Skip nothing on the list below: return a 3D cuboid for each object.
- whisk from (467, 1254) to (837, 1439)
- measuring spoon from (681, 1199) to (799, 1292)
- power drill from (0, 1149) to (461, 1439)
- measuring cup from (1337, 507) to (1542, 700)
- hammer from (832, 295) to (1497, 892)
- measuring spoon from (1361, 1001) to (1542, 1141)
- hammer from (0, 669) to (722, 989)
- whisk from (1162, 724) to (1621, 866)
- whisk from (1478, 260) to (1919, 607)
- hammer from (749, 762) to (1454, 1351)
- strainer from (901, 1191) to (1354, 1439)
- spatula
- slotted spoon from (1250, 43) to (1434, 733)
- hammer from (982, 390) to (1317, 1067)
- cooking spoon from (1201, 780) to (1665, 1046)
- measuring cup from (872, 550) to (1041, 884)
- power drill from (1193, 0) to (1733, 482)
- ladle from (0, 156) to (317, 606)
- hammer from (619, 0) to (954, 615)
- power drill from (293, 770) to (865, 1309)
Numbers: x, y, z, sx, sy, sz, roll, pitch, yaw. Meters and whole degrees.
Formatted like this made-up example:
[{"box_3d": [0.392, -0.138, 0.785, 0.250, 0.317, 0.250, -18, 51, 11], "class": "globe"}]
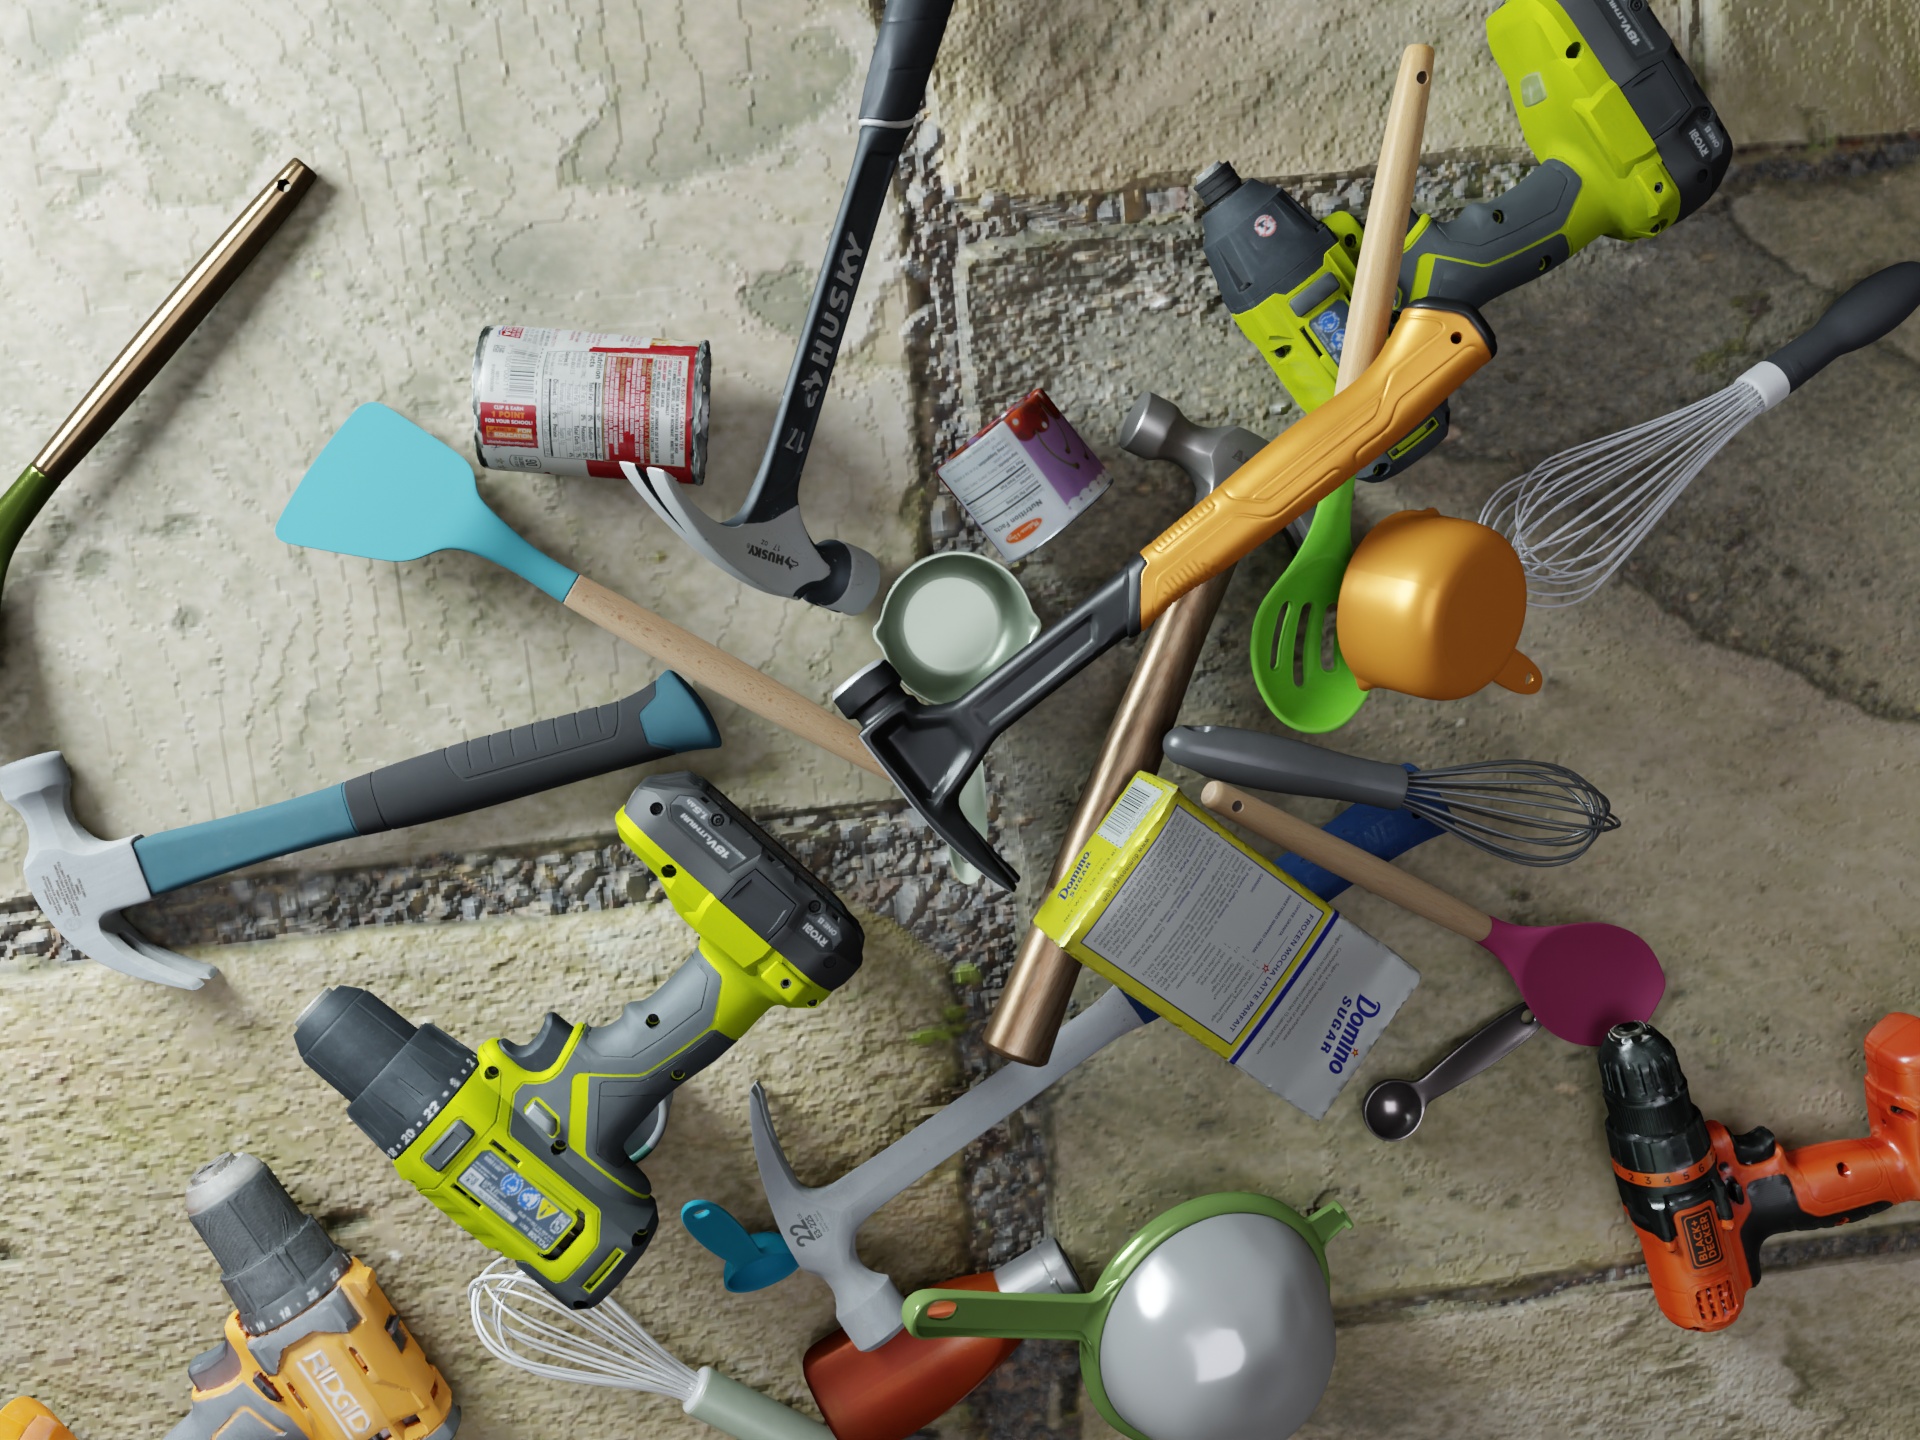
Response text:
[{"box_3d": [-0.146, 0.348, 0.833, 0.246, 0.058, 0.059, 32, 128, -13], "class": "whisk"}, {"box_3d": [-0.115, 0.256, 0.797, 0.042, 0.021, 0.128, -25, 143, -3], "class": "measuring spoon"}, {"box_3d": [-0.391, 0.336, 0.785, 0.226, 0.084, 0.185, -30, 100, -6], "class": "power drill"}, {"box_3d": [0.257, -0.040, 0.777, 0.173, 0.052, 0.095, 23, 89, -37], "class": "measuring cup"}, {"box_3d": [0.105, -0.066, 0.730, 0.337, 0.034, 0.127, -39, 89, 10], "class": "hammer"}, {"box_3d": [0.270, 0.186, 0.870, 0.124, 0.018, 0.034, -31, 100, -8], "class": "measuring spoon"}, {"box_3d": [-0.282, 0.038, 0.774, 0.331, 0.033, 0.128, -16, 99, -4], "class": "hammer"}, {"box_3d": [0.213, 0.031, 0.785, 0.239, 0.055, 0.055, 11, 97, -9], "class": "whisk"}, {"box_3d": [0.384, -0.151, 0.812, 0.284, 0.070, 0.070, -34, 101, -5], "class": "whisk"}, {"box_3d": [0.075, 0.148, 0.821, 0.405, 0.035, 0.144, -35, 88, -3], "class": "hammer"}, {"box_3d": [0.096, 0.319, 0.807, 0.256, 0.069, 0.151, 12, 99, -25], "class": "strainer"}, {"box_3d": [-0.163, -0.048, 0.760, 0.317, 0.044, 0.082, 30, 69, -11], "class": "spatula"}, {"box_3d": [0.185, -0.148, 0.743, 0.070, 0.031, 0.313, 2, 106, -17], "class": "slotted spoon"}, {"box_3d": [0.089, 0.013, 0.792, 0.130, 0.031, 0.331, 22, 87, -13], "class": "hammer"}, {"box_3d": [0.250, 0.097, 0.819, 0.318, 0.017, 0.069, 26, 96, -23], "class": "cooking spoon"}, {"box_3d": [-0.001, -0.003, 0.798, 0.083, 0.038, 0.167, -4, 101, -6], "class": "measuring cup"}, {"box_3d": [0.235, -0.249, 0.769, 0.223, 0.080, 0.171, -38, 101, 3], "class": "power drill"}, {"box_3d": [-0.404, -0.134, 0.725, 0.078, 0.062, 0.320, 40, 90, -13], "class": "ladle"}, {"box_3d": [-0.044, -0.259, 0.730, 0.149, 0.036, 0.409, 15, 91, -52], "class": "hammer"}, {"box_3d": [-0.176, 0.135, 0.749, 0.190, 0.080, 0.228, 43, 86, -8], "class": "power drill"}]
